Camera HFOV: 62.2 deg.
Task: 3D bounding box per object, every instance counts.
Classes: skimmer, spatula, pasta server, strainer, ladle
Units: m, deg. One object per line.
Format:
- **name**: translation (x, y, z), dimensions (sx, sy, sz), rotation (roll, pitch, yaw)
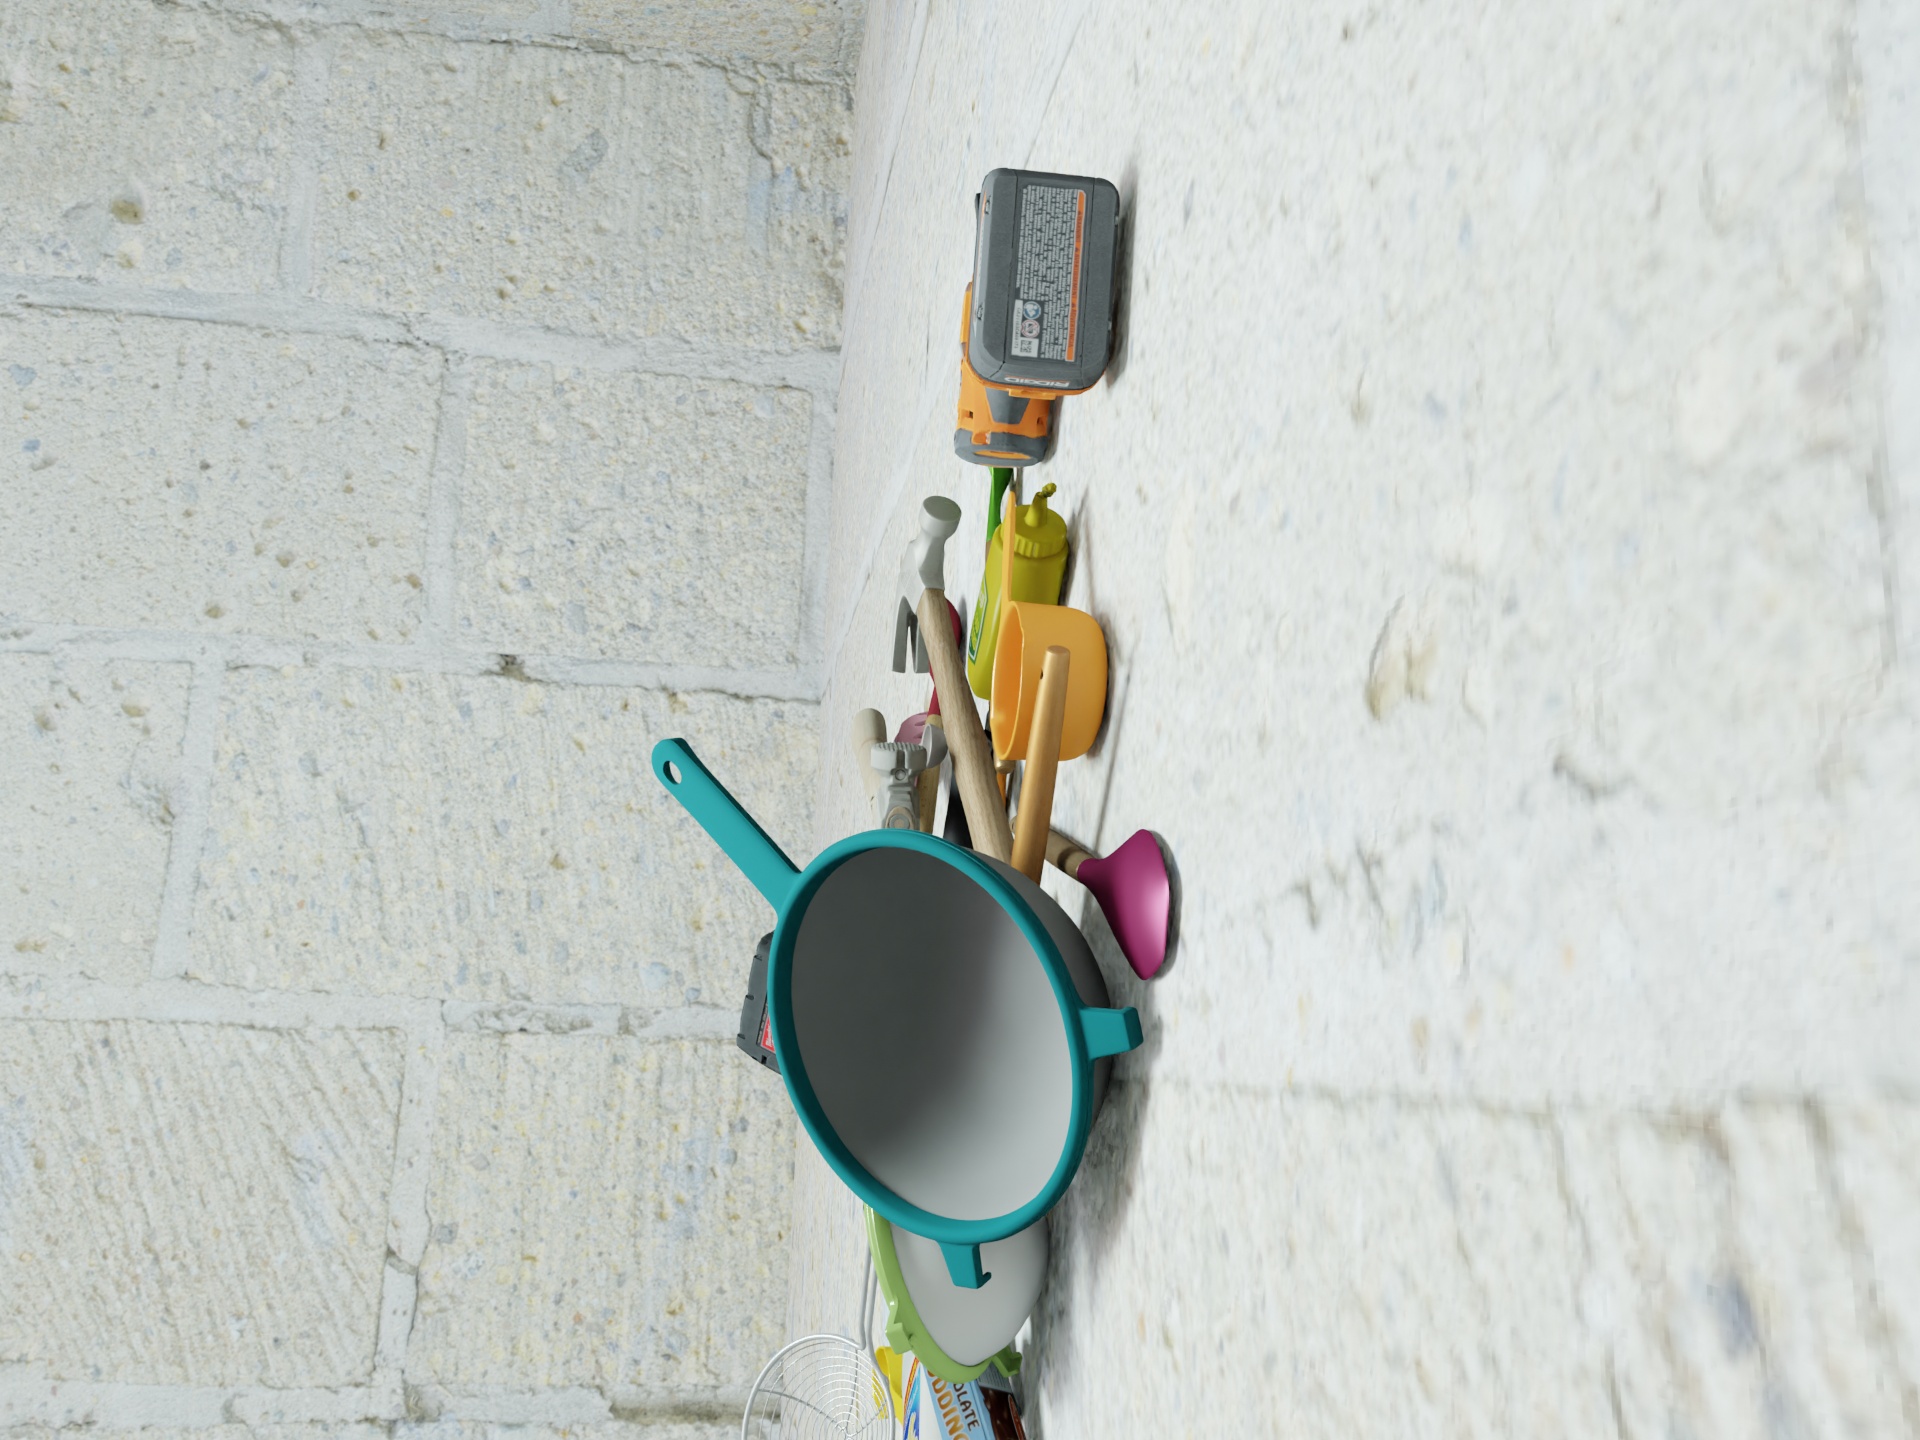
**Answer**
- **skimmer**: translation (-0.082, 0.376, 1.031), dimensions (0.127, 0.090, 0.363), rotation (34, 128, 40)
- **spatula**: translation (0.041, 0.109, 0.874), dimensions (0.081, 0.041, 0.322), rotation (-110, 24, -63)
- **pasta server**: translation (-0.036, 0.074, 1.355), dimensions (0.316, 0.040, 0.060), rotation (-97, 15, -64)
- **strainer**: translation (0.003, 0.239, 0.912), dimensions (0.151, 0.069, 0.257), rotation (44, -149, -53)
- **ladle**: translation (-0.024, 0.018, 1.298), dimensions (0.069, 0.031, 0.316), rotation (113, 166, -48)
- **strainer**: translation (-0.037, 0.114, 0.852), dimensions (0.341, 0.095, 0.211), rotation (43, 123, 28)

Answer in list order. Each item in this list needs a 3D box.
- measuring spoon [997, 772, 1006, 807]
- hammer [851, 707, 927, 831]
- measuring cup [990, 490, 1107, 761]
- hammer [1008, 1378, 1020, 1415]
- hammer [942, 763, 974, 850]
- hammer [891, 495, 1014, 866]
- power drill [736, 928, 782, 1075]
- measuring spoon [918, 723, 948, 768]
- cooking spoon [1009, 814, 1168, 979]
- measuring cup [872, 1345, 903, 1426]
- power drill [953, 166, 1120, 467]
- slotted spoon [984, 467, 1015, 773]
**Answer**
- **measuring spoon**: translation (0.033, 0.034, 1.102), dimensions (0.021, 0.011, 0.116), rotation (-110, 22, -61)
- **hammer**: translation (-0.065, 0.060, 1.278), dimensions (0.411, 0.038, 0.146), rotation (-125, 37, -79)
- **measuring cup**: translation (0.050, -0.057, 0.896), dimensions (0.095, 0.052, 0.174), rotation (109, 165, -59)
- **hammer**: translation (-0.013, 0.313, 1.060), dimensions (0.128, 0.033, 0.331), rotation (-46, 35, 23)
- **hammer**: translation (-0.010, 0.168, 1.231), dimensions (0.146, 0.035, 0.334), rotation (-104, 21, -66)
- **hammer**: translation (-0.002, -0.004, 1.118), dimensions (0.130, 0.031, 0.332), rotation (111, 154, -43)
- **power drill**: translation (-0.085, 0.196, 1.282), dimensions (0.219, 0.078, 0.143), rotation (-33, -38, -59)
- **measuring spoon**: translation (-0.028, 0.030, 1.234), dimensions (0.124, 0.018, 0.034), rotation (132, 142, -72)
- **cooking spoon**: translation (0.063, 0.078, 0.852), dimensions (0.319, 0.017, 0.069), rotation (-156, 69, -80)
- **measuring cup**: translation (-0.037, 0.558, 1.294), dimensions (0.156, 0.029, 0.062), rotation (-177, 91, -69)
- **power drill**: translation (0.039, -0.254, 0.970), dimensions (0.226, 0.084, 0.164), rotation (156, 118, -84)
- **slotted spoon**: translation (0.026, -0.101, 1.111), dimensions (0.070, 0.031, 0.314), rotation (76, -169, -58)
